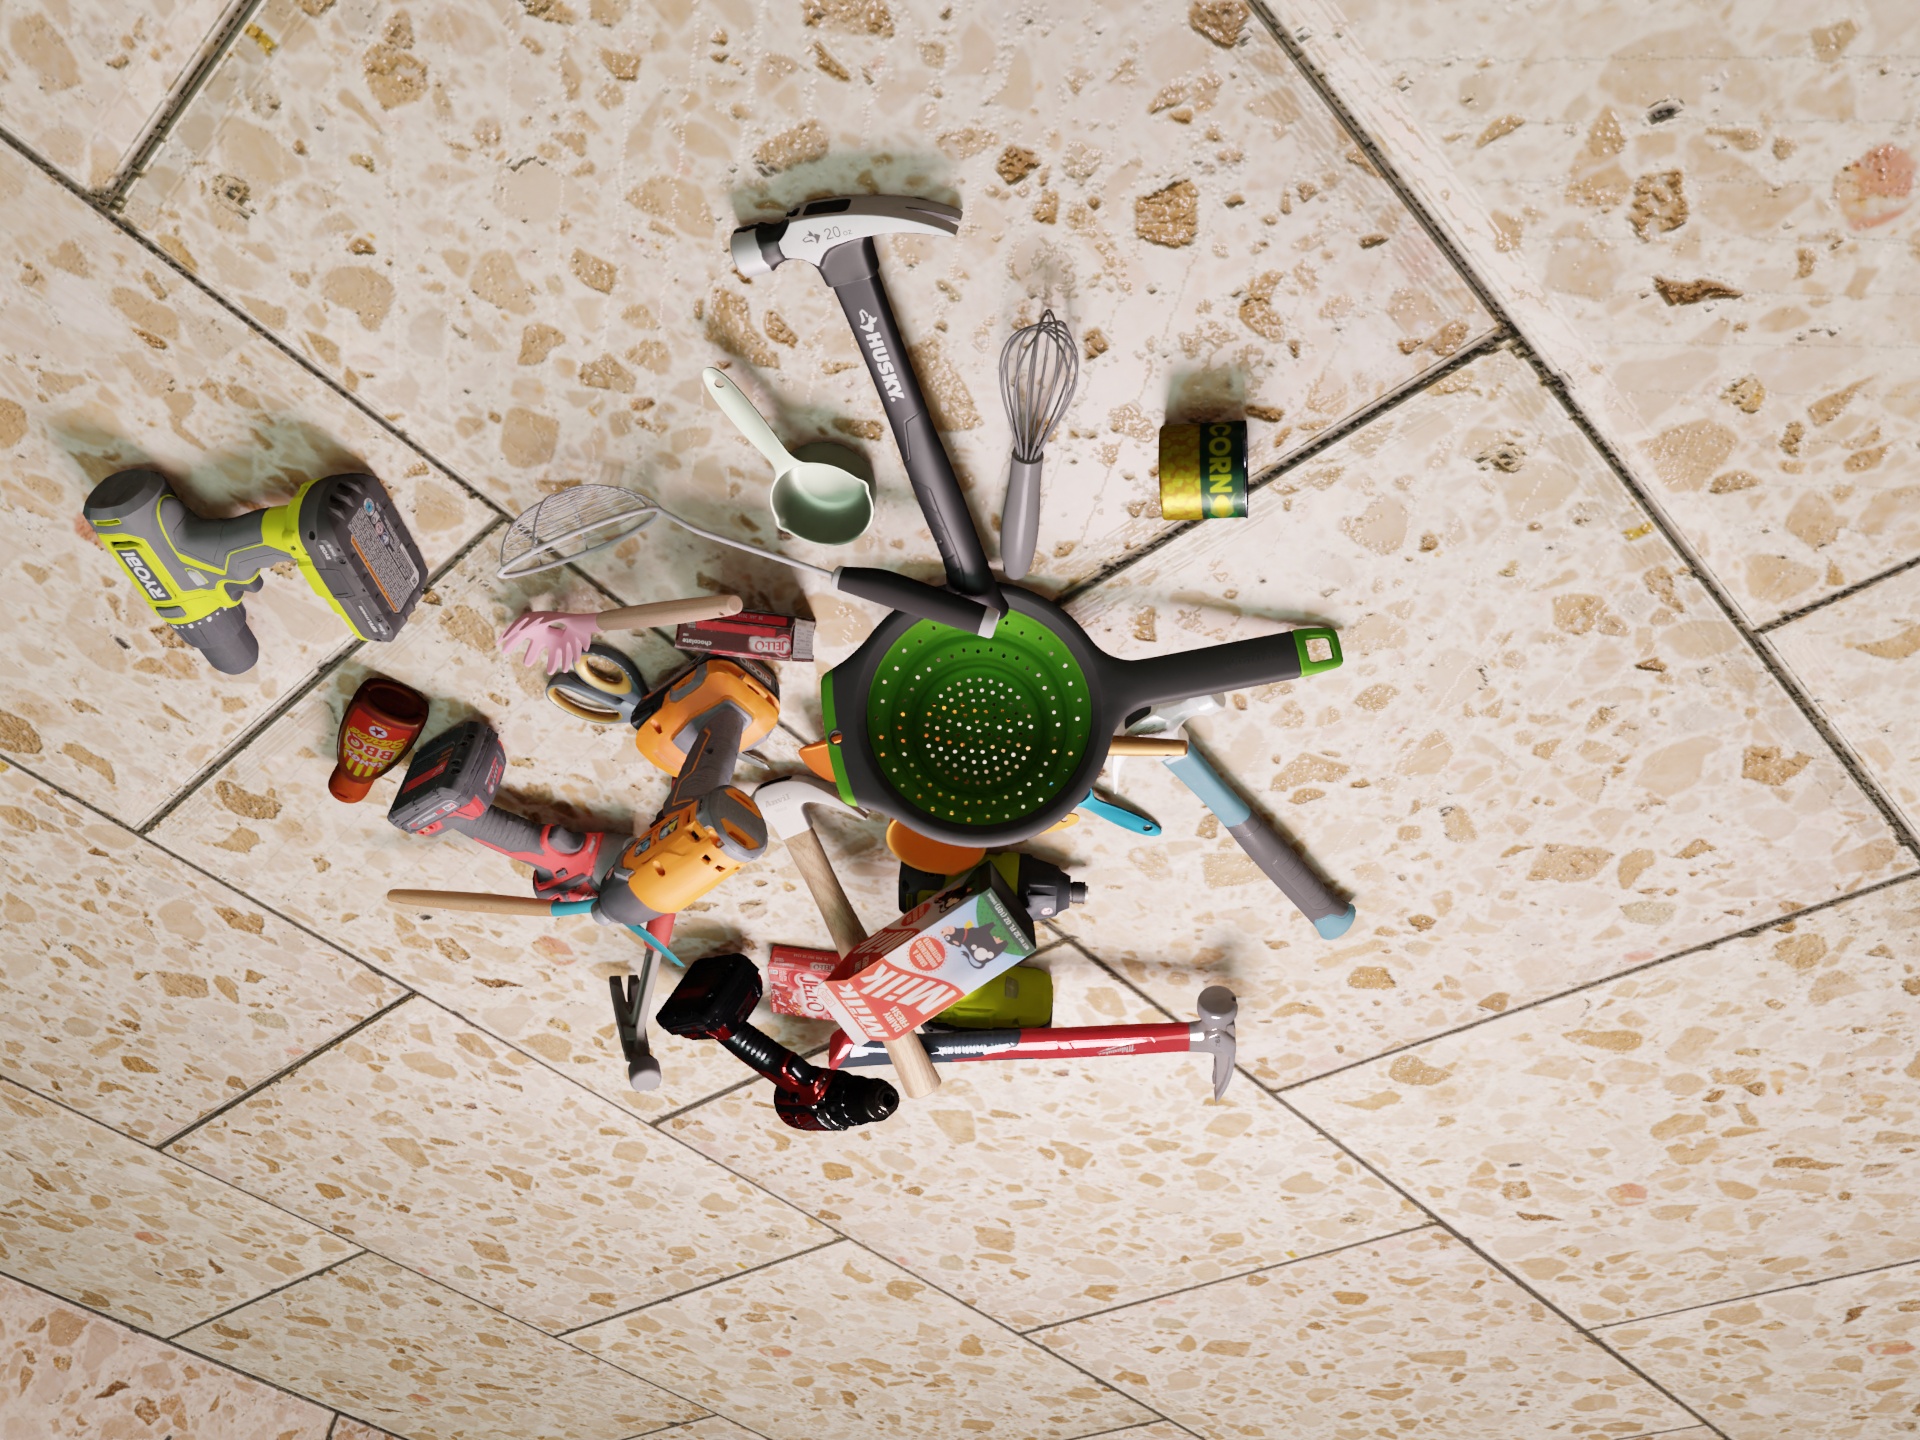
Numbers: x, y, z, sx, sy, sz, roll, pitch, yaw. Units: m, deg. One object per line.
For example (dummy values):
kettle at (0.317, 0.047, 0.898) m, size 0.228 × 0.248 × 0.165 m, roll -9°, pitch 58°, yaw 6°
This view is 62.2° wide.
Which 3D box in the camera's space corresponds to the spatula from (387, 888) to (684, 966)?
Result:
spatula at (-0.404, 0.183, 1.481) m, size 0.317 × 0.044 × 0.082 m, roll 2°, pitch 150°, yaw 19°

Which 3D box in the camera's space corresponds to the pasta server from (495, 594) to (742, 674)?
pasta server at (-0.260, -0.070, 1.206) m, size 0.060 × 0.040 × 0.316 m, roll 33°, pitch 158°, yaw -36°

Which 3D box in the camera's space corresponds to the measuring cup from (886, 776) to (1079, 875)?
measuring cup at (0.021, 0.081, 1.385) m, size 0.173 × 0.052 × 0.095 m, roll -10°, pitch 133°, yaw 17°

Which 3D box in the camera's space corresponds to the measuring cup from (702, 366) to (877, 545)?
measuring cup at (-0.123, -0.196, 1.131) m, size 0.083 × 0.038 × 0.167 m, roll -22°, pitch 127°, yaw 29°

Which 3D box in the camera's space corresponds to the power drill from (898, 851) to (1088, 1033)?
power drill at (0.031, 0.213, 1.504) m, size 0.171 × 0.080 × 0.223 m, roll 3°, pitch 134°, yaw 4°

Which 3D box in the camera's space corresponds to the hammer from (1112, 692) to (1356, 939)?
hammer at (0.246, 0.090, 1.366) m, size 0.128 × 0.033 × 0.330 m, roll -25°, pitch 127°, yaw 30°

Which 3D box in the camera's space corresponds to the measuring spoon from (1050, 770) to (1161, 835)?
measuring spoon at (0.126, 0.071, 1.384) m, size 0.128 × 0.021 × 0.042 m, roll 25°, pitch 135°, yaw -29°

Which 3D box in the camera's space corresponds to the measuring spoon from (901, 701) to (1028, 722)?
measuring spoon at (-0.002, -0.004, 1.327) m, size 0.117 × 0.011 × 0.021 m, roll 3°, pitch 136°, yaw 7°

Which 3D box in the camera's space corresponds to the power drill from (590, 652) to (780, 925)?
power drill at (-0.221, 0.058, 1.259) m, size 0.164 × 0.227 × 0.084 m, roll -34°, pitch 123°, yaw 25°

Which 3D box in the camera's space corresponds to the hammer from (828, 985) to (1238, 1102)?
hammer at (0.068, 0.319, 1.523) m, size 0.386 × 0.038 × 0.143 m, roll -3°, pitch 132°, yaw 2°

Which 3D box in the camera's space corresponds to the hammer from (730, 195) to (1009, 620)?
hammer at (-0.027, -0.202, 1.093) m, size 0.146 × 0.035 × 0.334 m, roll -8°, pitch 130°, yaw 18°

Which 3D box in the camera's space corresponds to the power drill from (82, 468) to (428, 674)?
power drill at (-0.550, -0.114, 1.265) m, size 0.228 × 0.080 × 0.190 m, roll -1°, pitch 136°, yaw 15°

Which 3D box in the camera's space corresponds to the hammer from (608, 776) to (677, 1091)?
hammer at (-0.288, 0.184, 1.521) m, size 0.036 × 0.149 × 0.358 m, roll 1°, pitch 128°, yaw -23°

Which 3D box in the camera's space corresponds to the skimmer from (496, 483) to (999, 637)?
skimmer at (-0.156, -0.095, 1.169) m, size 0.363 × 0.127 × 0.090 m, roll 17°, pitch 96°, yaw 2°

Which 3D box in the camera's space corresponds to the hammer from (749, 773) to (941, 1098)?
hammer at (-0.097, 0.199, 1.444) m, size 0.130 × 0.031 × 0.331 m, roll -22°, pitch 104°, yaw 11°

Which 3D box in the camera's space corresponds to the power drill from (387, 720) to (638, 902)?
power drill at (-0.394, 0.099, 1.456) m, size 0.143 × 0.079 × 0.219 m, roll -23°, pitch 132°, yaw 37°

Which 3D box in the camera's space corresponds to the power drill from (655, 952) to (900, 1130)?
power drill at (-0.178, 0.336, 1.607) m, size 0.226 × 0.080 × 0.188 m, roll 46°, pitch 147°, yaw -19°

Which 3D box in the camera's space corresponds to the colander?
colander at (0.094, -0.014, 1.239) m, size 0.397 × 0.204 × 0.094 m, roll -10°, pitch 170°, yaw -1°

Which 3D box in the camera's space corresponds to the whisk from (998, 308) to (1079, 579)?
whisk at (0.049, -0.182, 1.107) m, size 0.055 × 0.055 × 0.238 m, roll 8°, pitch 141°, yaw 2°

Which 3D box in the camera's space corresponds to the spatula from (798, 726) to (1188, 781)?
spatula at (0.026, 0.026, 1.313) m, size 0.322 × 0.041 × 0.081 m, roll 1°, pitch 158°, yaw 20°
